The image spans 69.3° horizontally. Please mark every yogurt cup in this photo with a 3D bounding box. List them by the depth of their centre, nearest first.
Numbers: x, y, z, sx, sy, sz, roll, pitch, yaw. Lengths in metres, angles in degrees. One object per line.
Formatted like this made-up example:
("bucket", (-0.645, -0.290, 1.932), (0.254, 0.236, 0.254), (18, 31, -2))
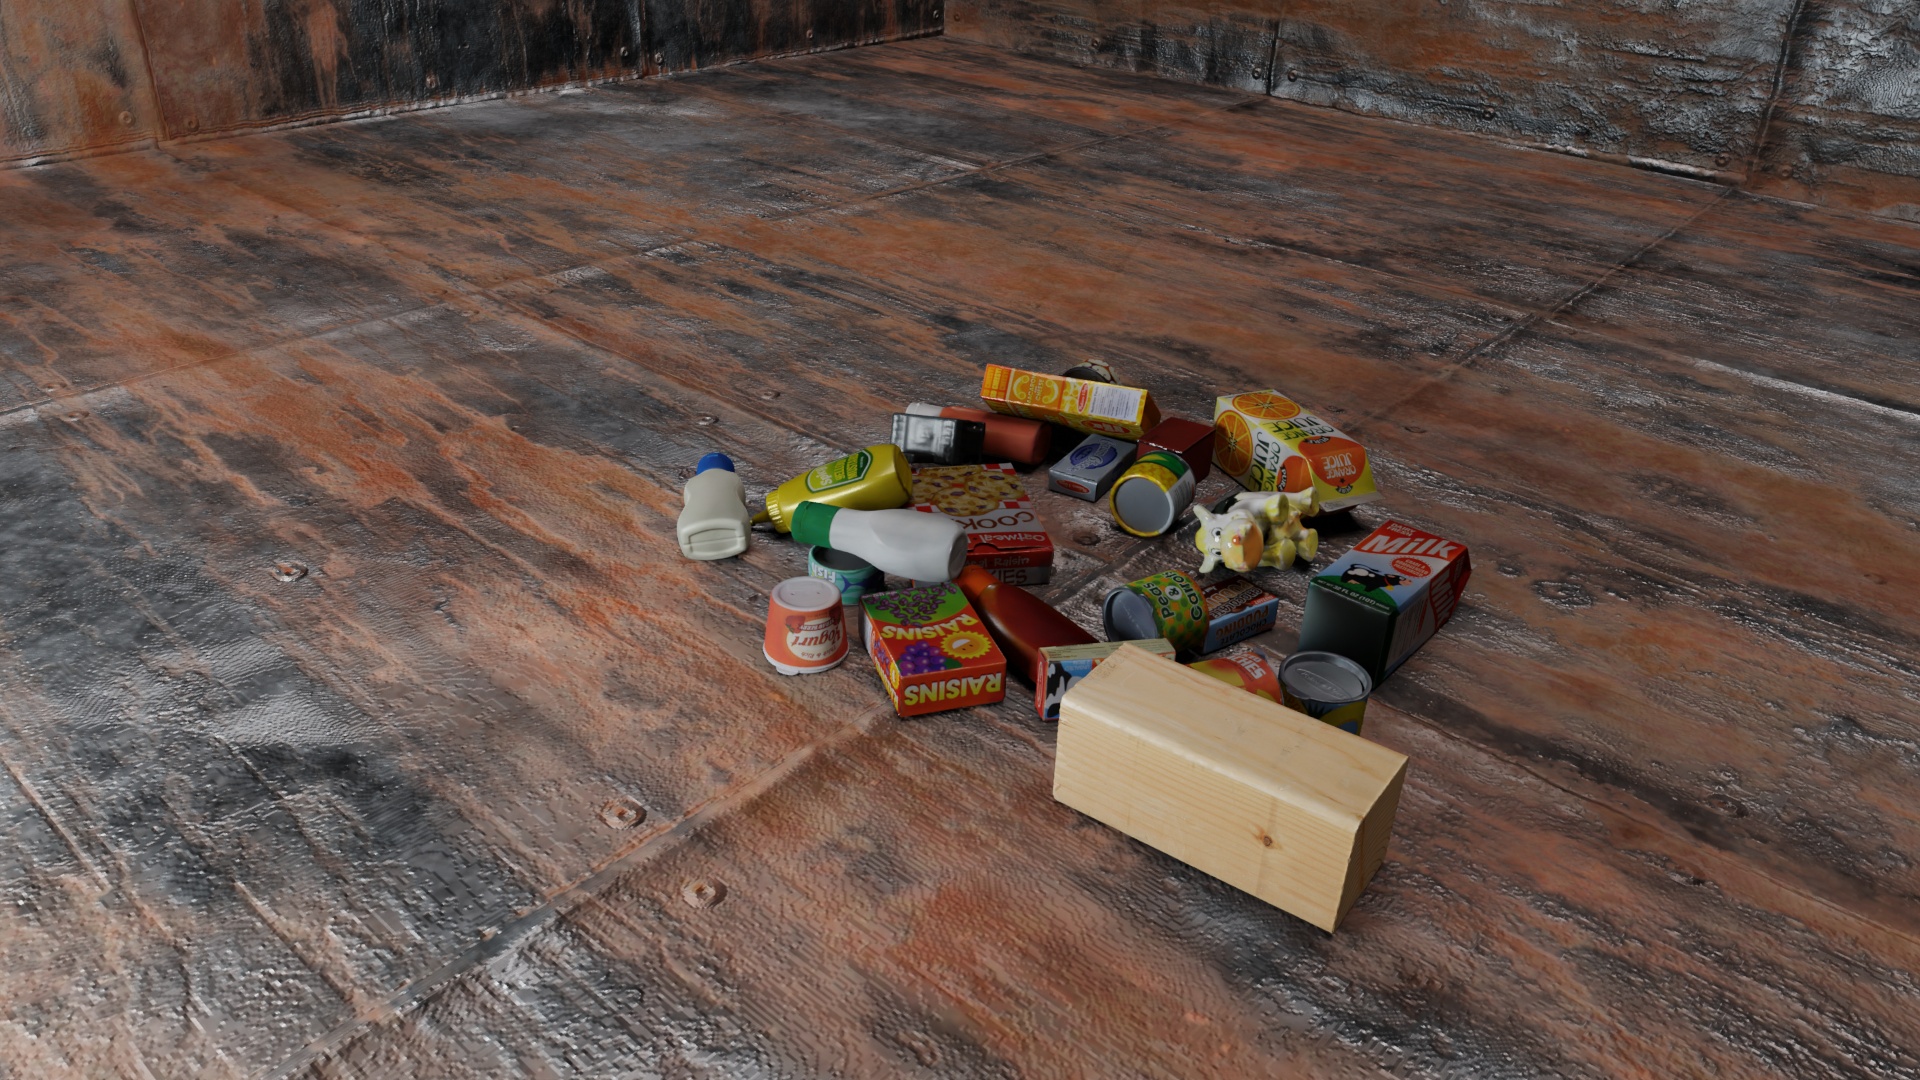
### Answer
("yogurt cup", (-0.122, 0.064, 1.094), (0.072, 0.053, 0.073), (2, 28, -1))

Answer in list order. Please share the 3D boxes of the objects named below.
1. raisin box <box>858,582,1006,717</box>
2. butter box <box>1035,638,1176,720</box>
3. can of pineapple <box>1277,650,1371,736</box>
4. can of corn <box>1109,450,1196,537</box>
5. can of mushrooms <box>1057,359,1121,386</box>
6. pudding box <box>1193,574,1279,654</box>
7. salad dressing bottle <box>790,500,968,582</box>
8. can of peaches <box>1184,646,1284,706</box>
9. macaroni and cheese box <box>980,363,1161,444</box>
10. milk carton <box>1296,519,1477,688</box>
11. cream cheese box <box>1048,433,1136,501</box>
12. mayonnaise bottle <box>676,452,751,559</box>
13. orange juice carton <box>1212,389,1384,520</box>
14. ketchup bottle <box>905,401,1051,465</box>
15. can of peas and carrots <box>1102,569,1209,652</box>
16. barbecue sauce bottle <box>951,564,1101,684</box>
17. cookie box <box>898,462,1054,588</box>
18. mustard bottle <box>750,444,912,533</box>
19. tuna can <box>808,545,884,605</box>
("raisin box", (-0.024, 0.084, 1.083), (0.086, 0.040, 0.124), (-6, 29, -18))
("butter box", (0.109, 0.104, 1.044), (0.104, 0.053, 0.024), (-3, 26, -12))
("can of pineapple", (0.261, 0.123, 1.018), (0.071, 0.057, 0.071), (2, 29, -1))
("can of corn", (0.178, -0.044, 1.303), (0.071, 0.070, 0.058), (17, 32, 24))
("can of mushrooms", (0.139, -0.164, 1.513), (0.071, 0.070, 0.033), (17, 31, 23))
("pudding box", (0.217, 0.061, 1.154), (0.084, 0.030, 0.050), (-16, 35, -30))
("salad dressing bottle", (-0.069, -0.003, 1.161), (0.148, 0.043, 0.064), (12, 40, 20))
("can of peaches", (0.193, 0.116, 1.011), (0.058, 0.071, 0.071), (-9, 31, -18))
("macaroni and cheese box", (0.116, -0.138, 1.435), (0.166, 0.040, 0.123), (11, -4, 16))
("milk carton", (0.360, 0.042, 1.156), (0.072, 0.073, 0.191), (24, 35, 34))
("cream cheese box", (0.134, -0.075, 1.397), (0.053, 0.024, 0.104), (18, 32, 24))
("mayonnaise bottle", (-0.225, -0.034, 1.277), (0.065, 0.041, 0.149), (-8, 29, -5))
("orange juice carton", (0.330, -0.078, 1.370), (0.072, 0.072, 0.193), (-10, 32, -23))
("ketchup bottle", (0.016, -0.113, 1.436), (0.149, 0.043, 0.065), (13, 19, 18))
("can of peas and carrots", (0.157, 0.060, 1.109), (0.059, 0.070, 0.071), (-16, 34, -31))
("barbecue sauce bottle", (0.047, 0.066, 1.116), (0.065, 0.043, 0.149), (-8, 29, -34))
("cookie box", (0.005, -0.016, 1.263), (0.123, 0.040, 0.168), (-3, 30, -11))
("mustard bottle", (-0.124, -0.039, 1.259), (0.160, 0.048, 0.065), (-18, 36, 10))
("tuna can", (-0.099, 0.026, 1.187), (0.071, 0.032, 0.071), (2, 28, -1))
